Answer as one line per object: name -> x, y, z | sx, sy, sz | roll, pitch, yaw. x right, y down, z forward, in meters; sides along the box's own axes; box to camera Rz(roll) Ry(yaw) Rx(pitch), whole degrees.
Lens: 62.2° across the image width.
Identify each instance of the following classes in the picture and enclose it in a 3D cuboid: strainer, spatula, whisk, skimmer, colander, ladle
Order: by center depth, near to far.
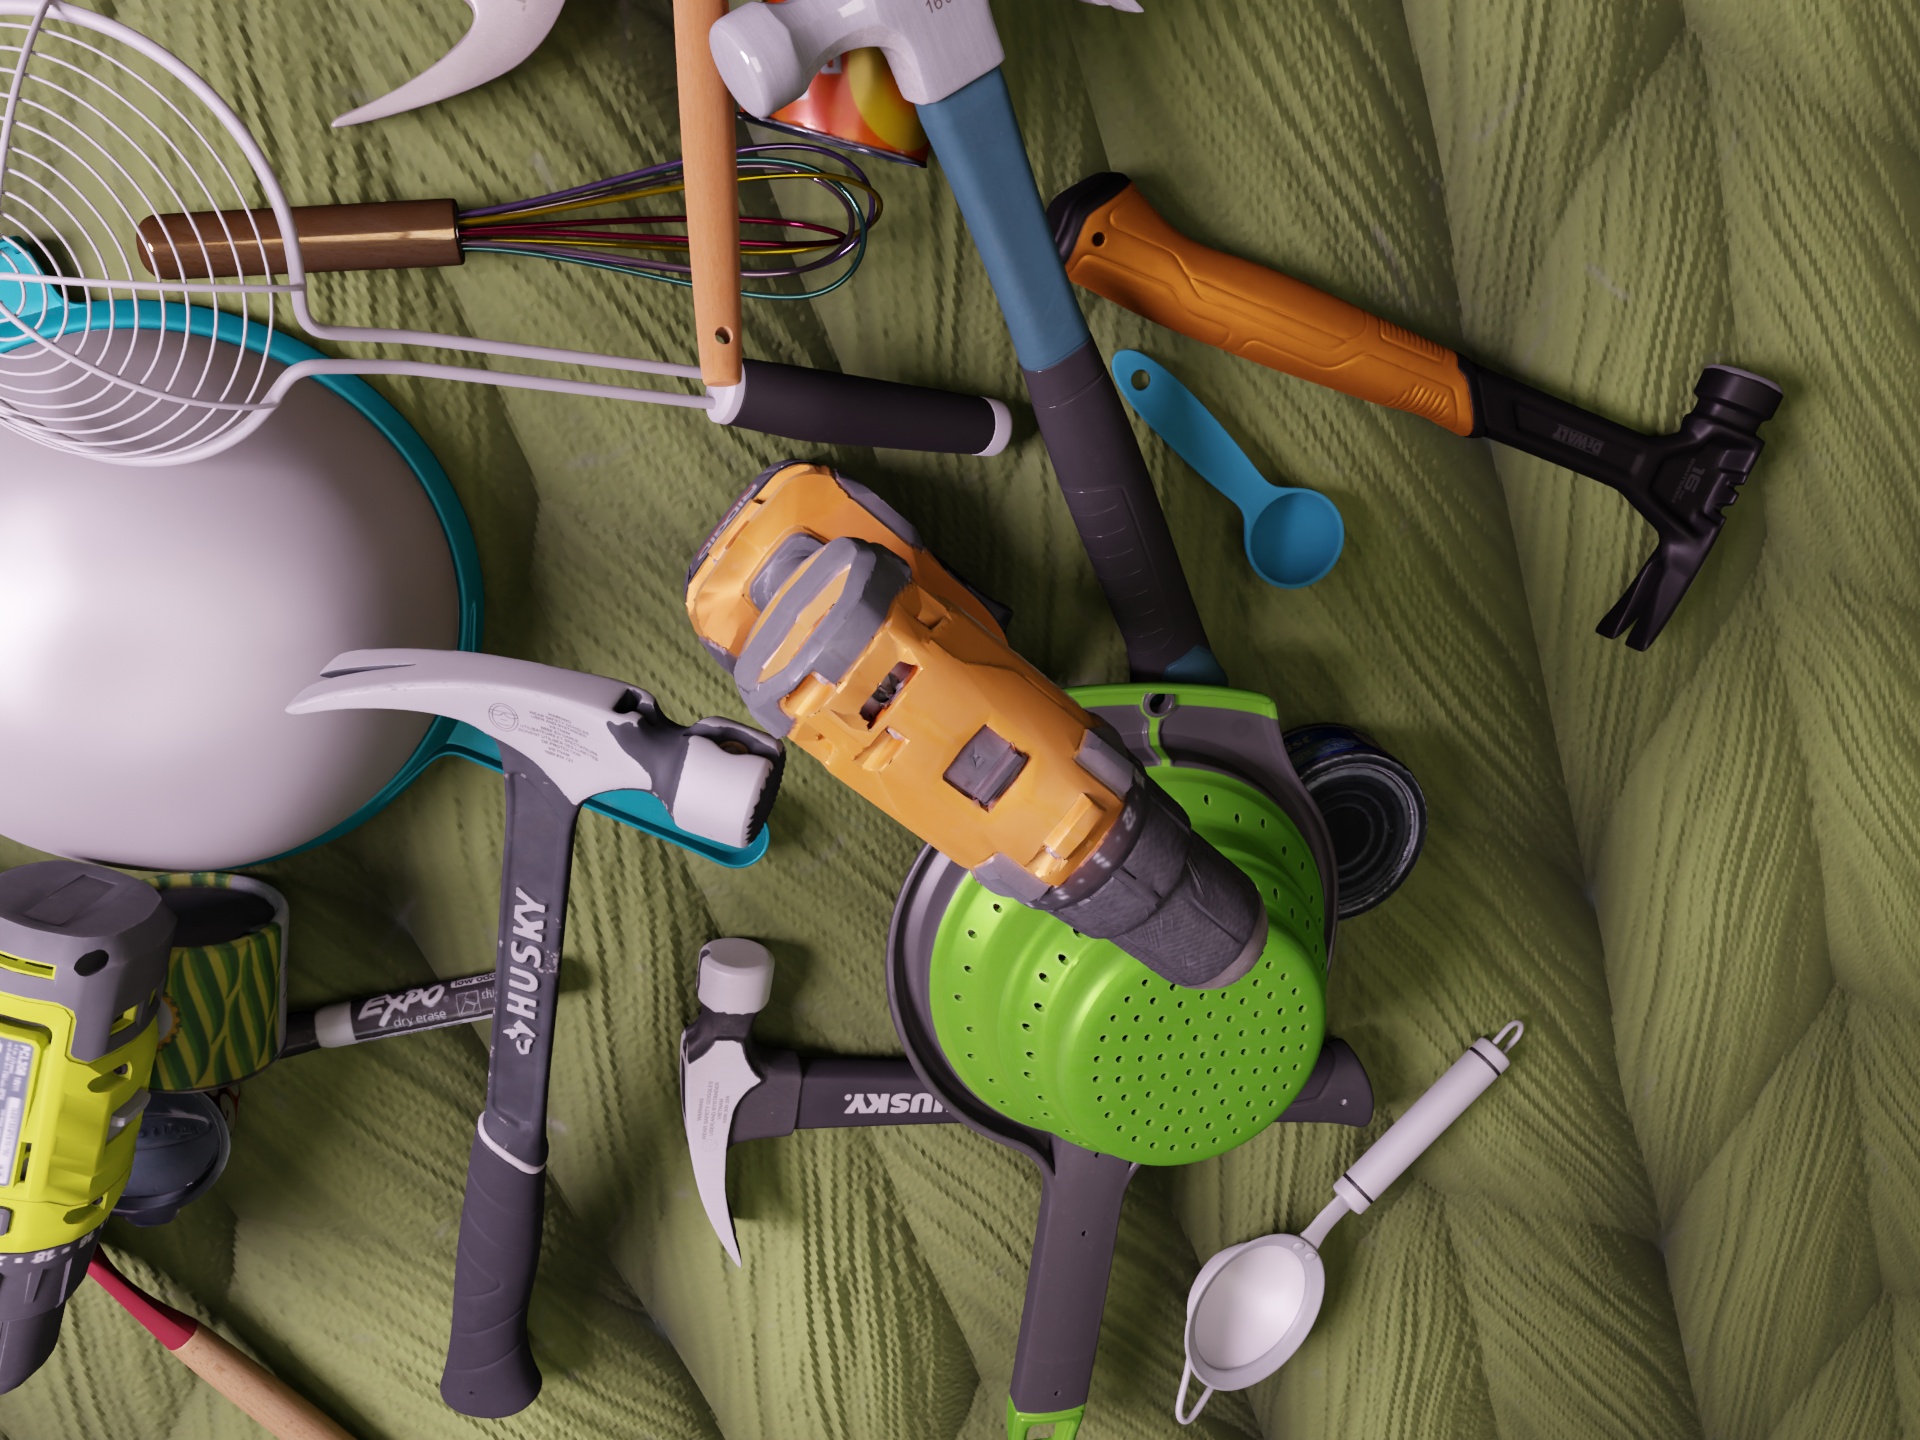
spatula -> -0.081, -0.267, 0.489 | 0.081, 0.041, 0.322 | -4, 93, -20
skimmer -> -0.141, -0.130, 0.519 | 0.363, 0.090, 0.127 | -1, 130, -39
whisk -> -0.147, -0.165, 0.542 | 0.245, 0.047, 0.051 | -6, 107, -9
strainer -> -0.216, -0.003, 0.553 | 0.340, 0.095, 0.211 | 25, 102, -21
colander -> 0.070, 0.184, 0.668 | 0.204, 0.095, 0.397 | 0, 111, -17
ladle -> -0.309, 0.274, 0.669 | 0.031, 0.069, 0.315 | -55, 127, -33
strainer -> 0.190, 0.242, 0.795 | 0.258, 0.050, 0.086 | -44, 122, -2

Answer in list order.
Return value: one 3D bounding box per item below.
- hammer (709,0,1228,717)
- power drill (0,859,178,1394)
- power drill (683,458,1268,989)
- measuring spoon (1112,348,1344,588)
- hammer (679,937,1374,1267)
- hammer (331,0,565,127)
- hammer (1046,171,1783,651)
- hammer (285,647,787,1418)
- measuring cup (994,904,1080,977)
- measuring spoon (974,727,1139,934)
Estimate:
hammer -> 0.037, -0.121, 0.571 | 0.128, 0.033, 0.330 | -36, 130, -11
power drill -> -0.390, 0.119, 0.528 | 0.228, 0.080, 0.190 | 18, 105, -4
power drill -> -0.001, -0.002, 0.536 | 0.185, 0.226, 0.084 | 37, 93, -23
measuring spoon -> 0.106, -0.105, 0.651 | 0.128, 0.021, 0.042 | 42, 96, -16
hammer -> 0.038, 0.175, 0.729 | 0.334, 0.035, 0.146 | 4, 109, -17
hammer -> -0.279, -0.275, 0.464 | 0.331, 0.031, 0.130 | 13, 106, -20
hammer -> 0.181, -0.133, 0.648 | 0.336, 0.034, 0.127 | 16, 105, -21
hammer -> -0.170, 0.142, 0.589 | 0.149, 0.036, 0.408 | 19, 127, 2
measuring cup -> 0.021, 0.037, 0.680 | 0.062, 0.029, 0.156 | -25, 104, -6
measuring spoon -> 0.041, 0.047, 0.663 | 0.021, 0.011, 0.117 | 33, 93, -15
